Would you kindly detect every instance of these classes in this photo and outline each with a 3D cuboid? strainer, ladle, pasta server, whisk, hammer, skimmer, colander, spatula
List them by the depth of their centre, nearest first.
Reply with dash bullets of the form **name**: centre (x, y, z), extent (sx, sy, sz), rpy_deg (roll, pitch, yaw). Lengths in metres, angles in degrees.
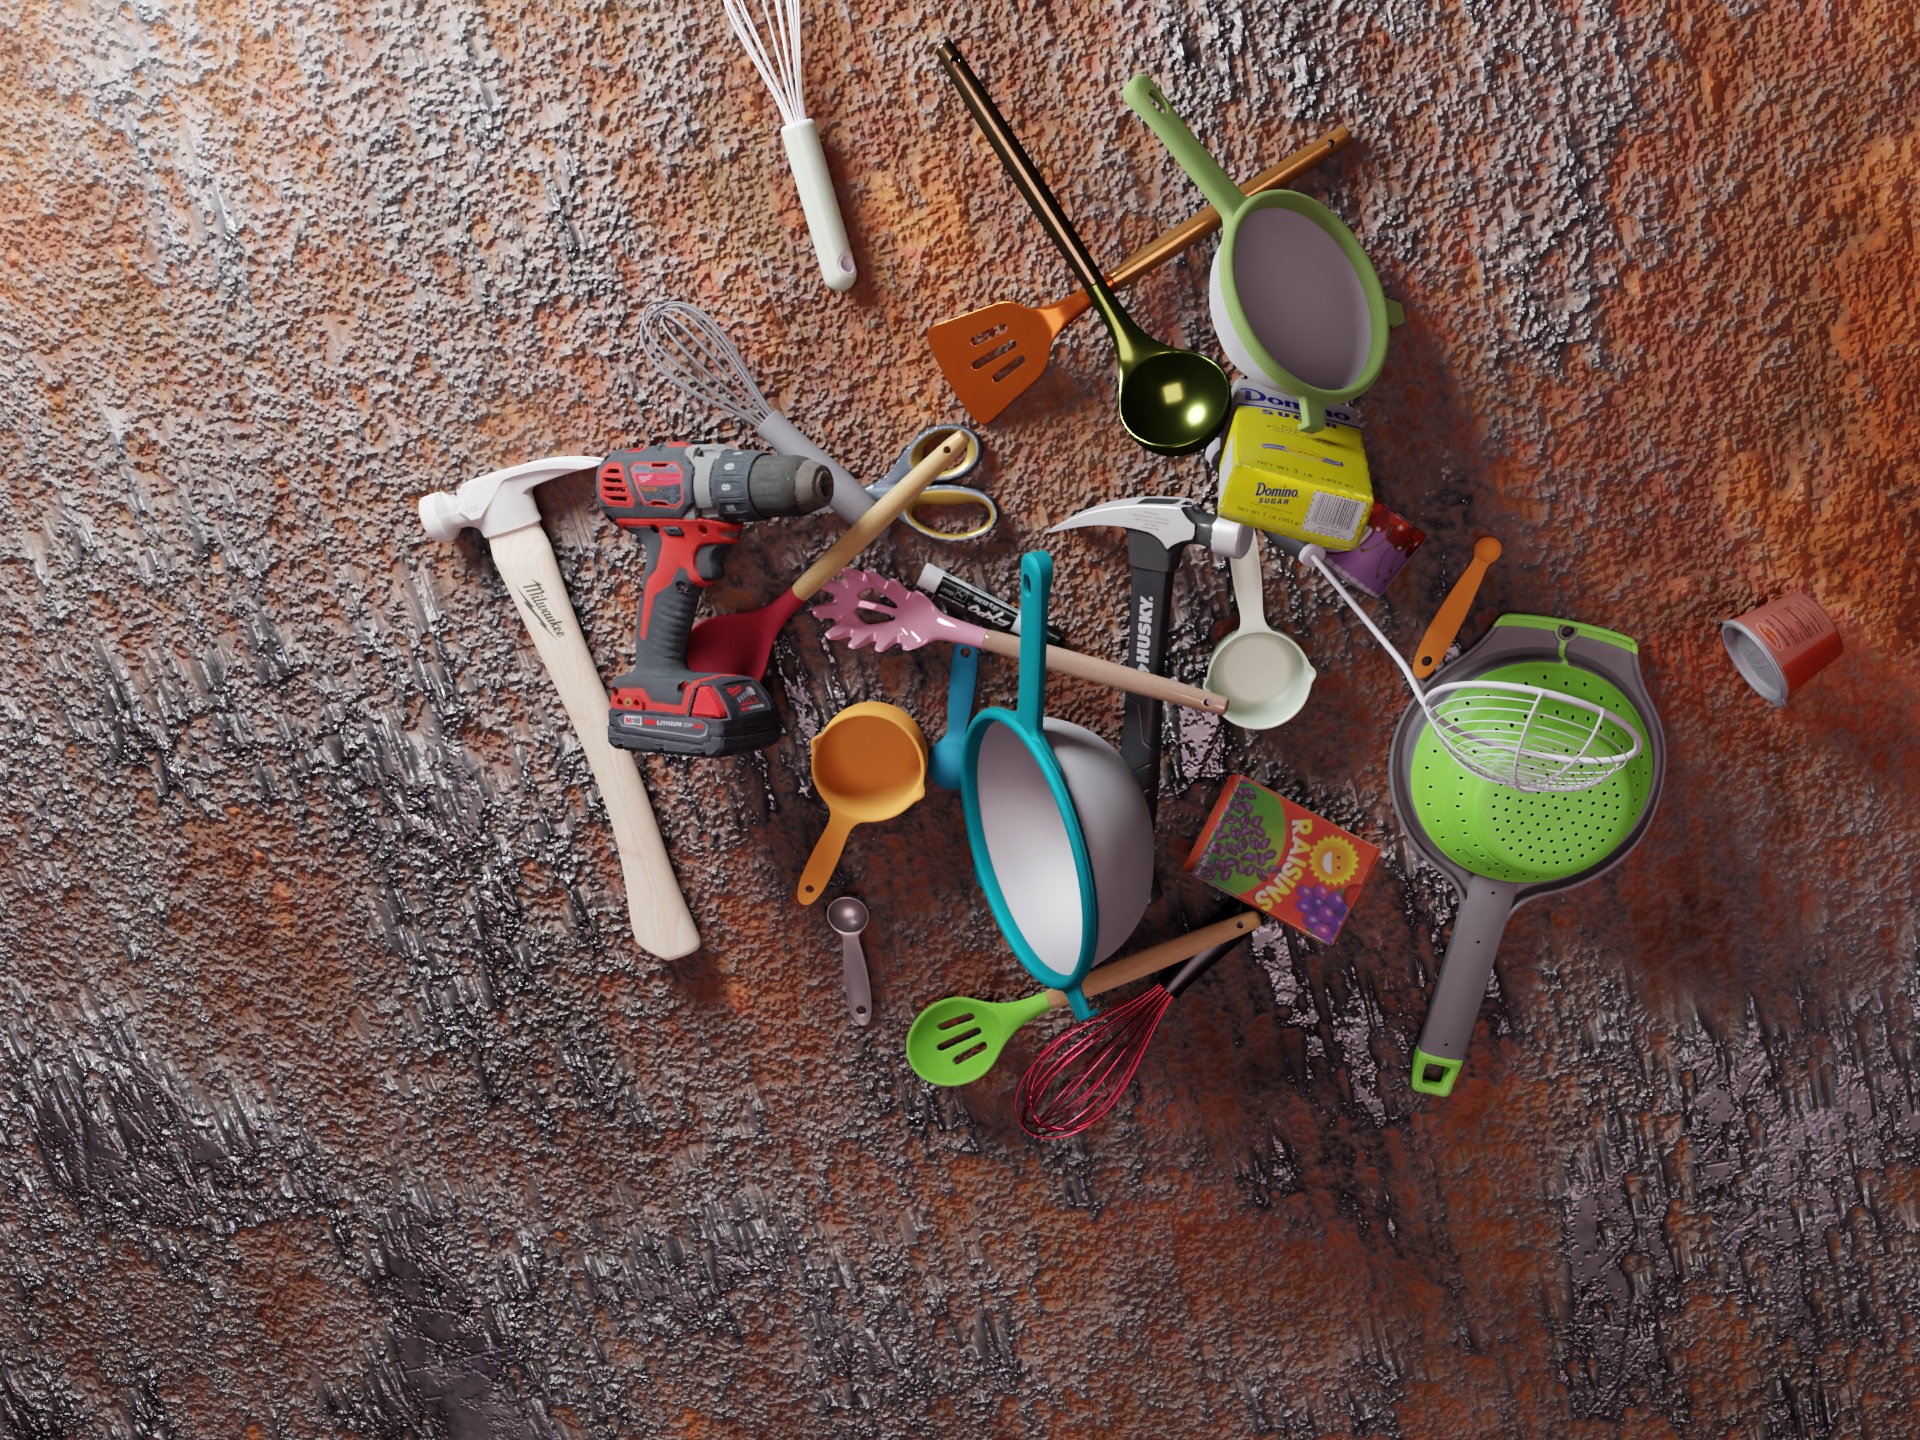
- **skimmer**: centre (0.291, -0.088, 1.051), extent (0.090, 0.127, 0.364), rpy_deg (-39, 56, 10)
- **strainer**: centre (0.181, -0.315, 1.071), extent (0.256, 0.151, 0.069), rpy_deg (47, 148, -13)
- **ladle**: centre (0.078, -0.319, 1.074), extent (0.078, 0.062, 0.320), rpy_deg (-34, 99, 0)
- **whisk**: centre (-0.116, -0.421, 1.106), extent (0.059, 0.058, 0.246), rpy_deg (1, 114, 42)
- **spatula**: centre (0.127, -0.323, 1.120), extent (0.322, 0.041, 0.081), rpy_deg (-30, 101, 9)
- **strainer**: centre (0.083, 0.029, 1.132), extent (0.095, 0.211, 0.340), rpy_deg (-13, 123, -20)
- **whisk**: centre (-0.140, -0.216, 1.159), extent (0.239, 0.055, 0.055), rpy_deg (43, 106, -5)
- **pasta server**: centre (0.042, -0.052, 1.168), extent (0.316, 0.040, 0.060), rpy_deg (17, 102, 16)
- **ladle**: centre (-0.104, -0.110, 1.171), extent (0.315, 0.031, 0.069), rpy_deg (-39, 88, 29)
- **colander**: centre (0.410, 0.124, 1.190), extent (0.204, 0.094, 0.397), rpy_deg (11, 108, 2)
- **hammer**: centre (0.132, -0.005, 1.195), extent (0.146, 0.035, 0.334), rpy_deg (14, 116, 27)
- **hammer**: centre (-0.280, -0.002, 1.253), extent (0.146, 0.038, 0.410), rpy_deg (-16, 105, 9)
- **whisk**: centre (0.152, 0.227, 1.271), extent (0.073, 0.073, 0.296), rpy_deg (42, 100, -7)

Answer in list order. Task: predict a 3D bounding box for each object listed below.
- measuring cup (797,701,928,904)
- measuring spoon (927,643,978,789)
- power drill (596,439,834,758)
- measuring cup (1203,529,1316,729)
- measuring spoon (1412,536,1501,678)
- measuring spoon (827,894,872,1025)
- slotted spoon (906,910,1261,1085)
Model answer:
- **measuring cup**: centre (-0.086, 0.064, 1.245), extent (0.095, 0.052, 0.173), rpy_deg (26, 110, -2)
- **measuring spoon**: centre (-0.002, -0.004, 1.229), extent (0.042, 0.021, 0.128), rpy_deg (7, 109, 3)
- **power drill**: centre (-0.177, -0.090, 1.159), extent (0.188, 0.080, 0.226), rpy_deg (4, 98, 27)
- **measuring cup**: centre (0.215, -0.078, 1.179), extent (0.083, 0.038, 0.167), rpy_deg (-8, 104, 8)
- **measuring spoon**: centre (0.366, -0.082, 1.174), extent (0.021, 0.011, 0.117), rpy_deg (24, 108, -2)
- **measuring spoon**: centre (-0.086, 0.196, 1.307), extent (0.034, 0.018, 0.124), rpy_deg (-3, 114, 6)
- **slotted spoon**: centre (0.095, 0.215, 1.263), extent (0.314, 0.031, 0.070), rpy_deg (-26, 80, 21)
